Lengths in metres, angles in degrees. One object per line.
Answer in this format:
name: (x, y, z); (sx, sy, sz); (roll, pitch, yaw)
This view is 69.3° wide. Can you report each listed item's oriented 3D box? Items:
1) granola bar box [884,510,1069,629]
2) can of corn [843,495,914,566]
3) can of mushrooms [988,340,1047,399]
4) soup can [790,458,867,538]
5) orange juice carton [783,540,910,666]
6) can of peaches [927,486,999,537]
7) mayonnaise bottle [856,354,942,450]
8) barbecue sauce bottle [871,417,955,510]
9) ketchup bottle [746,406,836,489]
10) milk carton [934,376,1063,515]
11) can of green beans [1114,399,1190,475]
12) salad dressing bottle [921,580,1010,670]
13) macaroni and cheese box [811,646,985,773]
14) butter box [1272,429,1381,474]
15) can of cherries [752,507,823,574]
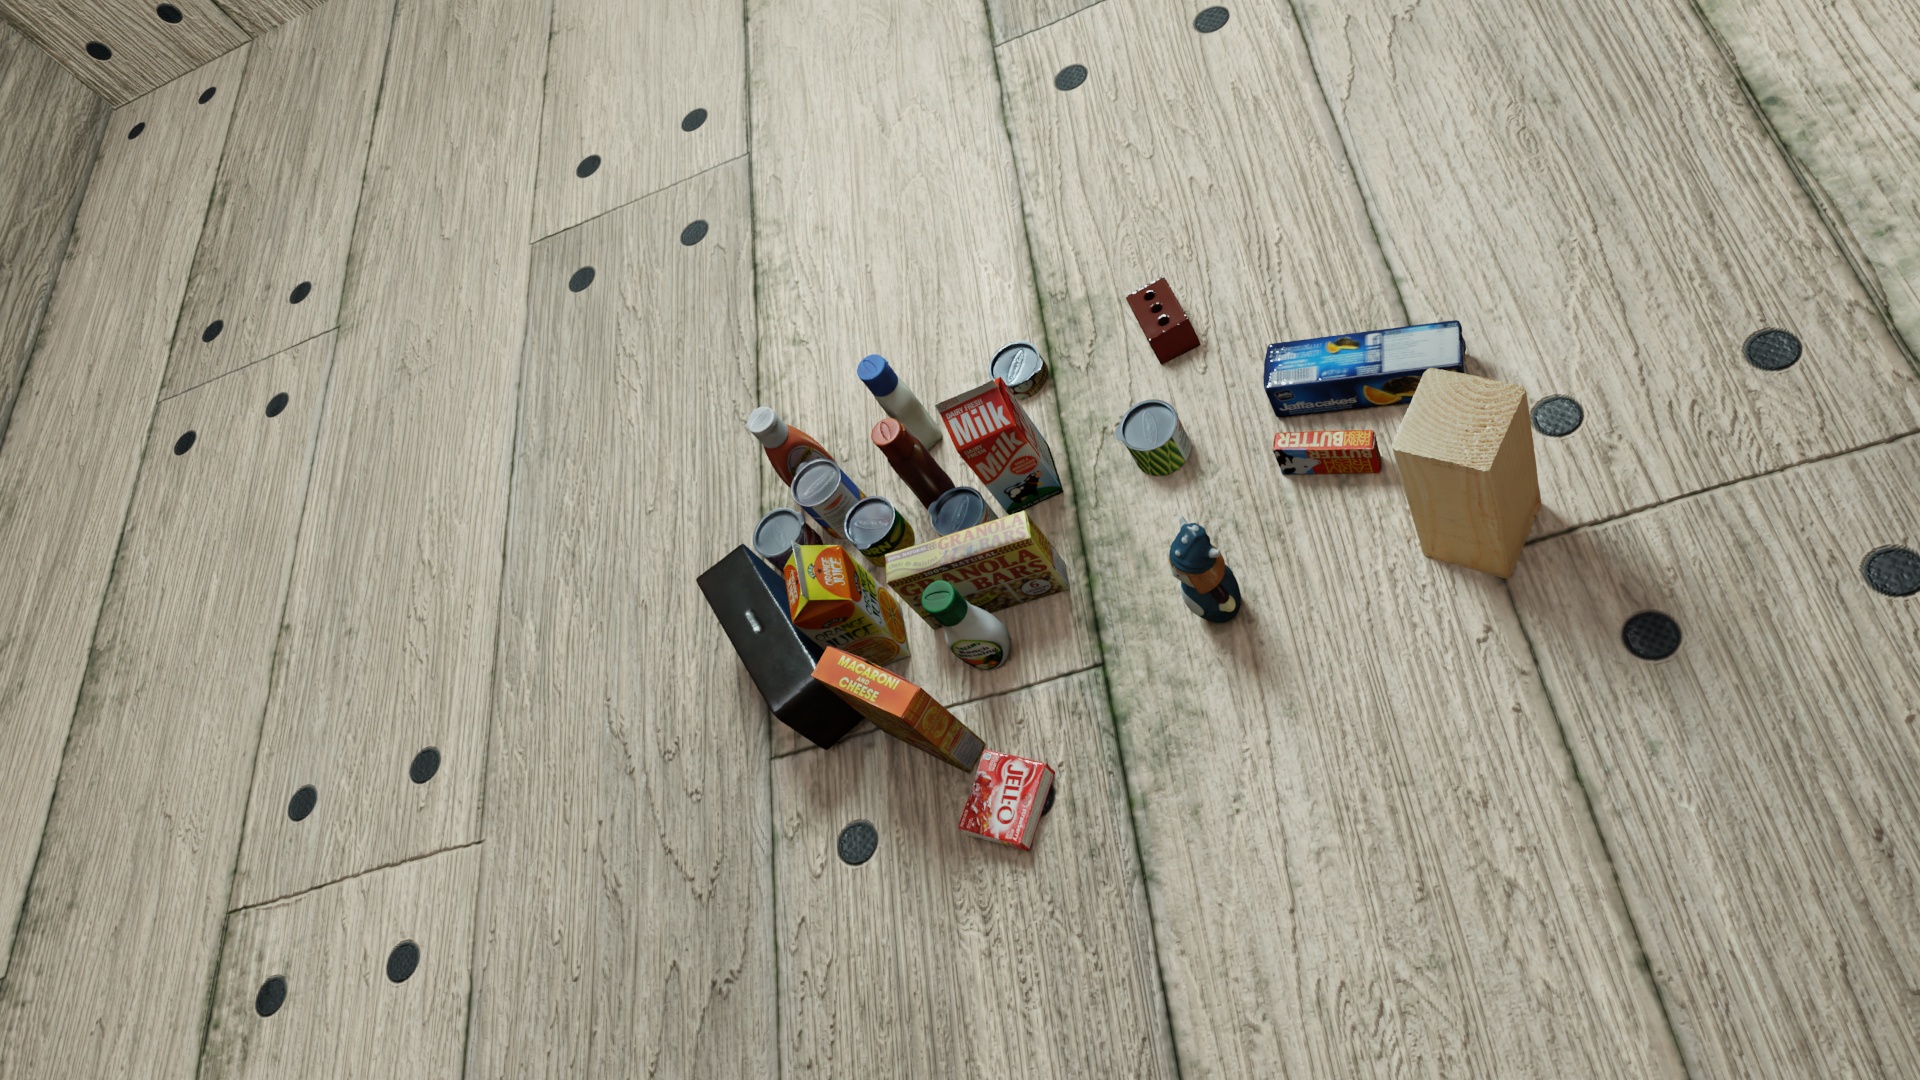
granola bar box: (0.019, 0.033, 1.500); (0.165, 0.124, 0.039); (-18, 56, 16)
can of corn: (-0.095, -0.008, 1.621); (0.071, 0.058, 0.071); (-12, 58, 20)
can of mushrooms: (0.072, -0.204, 1.670); (0.071, 0.033, 0.071); (-12, 58, 20)
soup can: (-0.155, -0.051, 1.660); (0.071, 0.083, 0.071); (-12, 58, 20)
orange juice carton: (-0.131, 0.071, 1.509); (0.073, 0.192, 0.072); (-23, 55, 13)
can of peaches: (0.006, -0.020, 1.579); (0.071, 0.058, 0.071); (-12, 58, 20)
mayonnaise bottle: (-0.075, -0.165, 1.648); (0.041, 0.147, 0.065); (-44, 53, -2)
barbecue sauce bottle: (-0.053, -0.087, 1.591); (0.043, 0.148, 0.065); (-29, 54, 9)
ketchup bottle: (-0.206, -0.108, 1.678); (0.043, 0.148, 0.065); (36, 82, 37)
milk carton: (0.041, -0.112, 1.533); (0.072, 0.190, 0.074); (-24, 55, 13)
can of green beans: (0.215, -0.113, 1.531); (0.071, 0.057, 0.071); (-12, 58, 20)
salad dressing bottle: (0.005, 0.089, 1.459); (0.064, 0.147, 0.044); (-10, 58, 21)
macaroni and cheese box: (-0.062, 0.174, 1.430); (0.124, 0.166, 0.040); (20, 73, 34)
butter box: (0.380, -0.091, 1.440); (0.103, 0.053, 0.024); (0, 63, 26)
can of cherries: (-0.204, 0.002, 1.669); (0.071, 0.058, 0.072); (-12, 58, 20)
